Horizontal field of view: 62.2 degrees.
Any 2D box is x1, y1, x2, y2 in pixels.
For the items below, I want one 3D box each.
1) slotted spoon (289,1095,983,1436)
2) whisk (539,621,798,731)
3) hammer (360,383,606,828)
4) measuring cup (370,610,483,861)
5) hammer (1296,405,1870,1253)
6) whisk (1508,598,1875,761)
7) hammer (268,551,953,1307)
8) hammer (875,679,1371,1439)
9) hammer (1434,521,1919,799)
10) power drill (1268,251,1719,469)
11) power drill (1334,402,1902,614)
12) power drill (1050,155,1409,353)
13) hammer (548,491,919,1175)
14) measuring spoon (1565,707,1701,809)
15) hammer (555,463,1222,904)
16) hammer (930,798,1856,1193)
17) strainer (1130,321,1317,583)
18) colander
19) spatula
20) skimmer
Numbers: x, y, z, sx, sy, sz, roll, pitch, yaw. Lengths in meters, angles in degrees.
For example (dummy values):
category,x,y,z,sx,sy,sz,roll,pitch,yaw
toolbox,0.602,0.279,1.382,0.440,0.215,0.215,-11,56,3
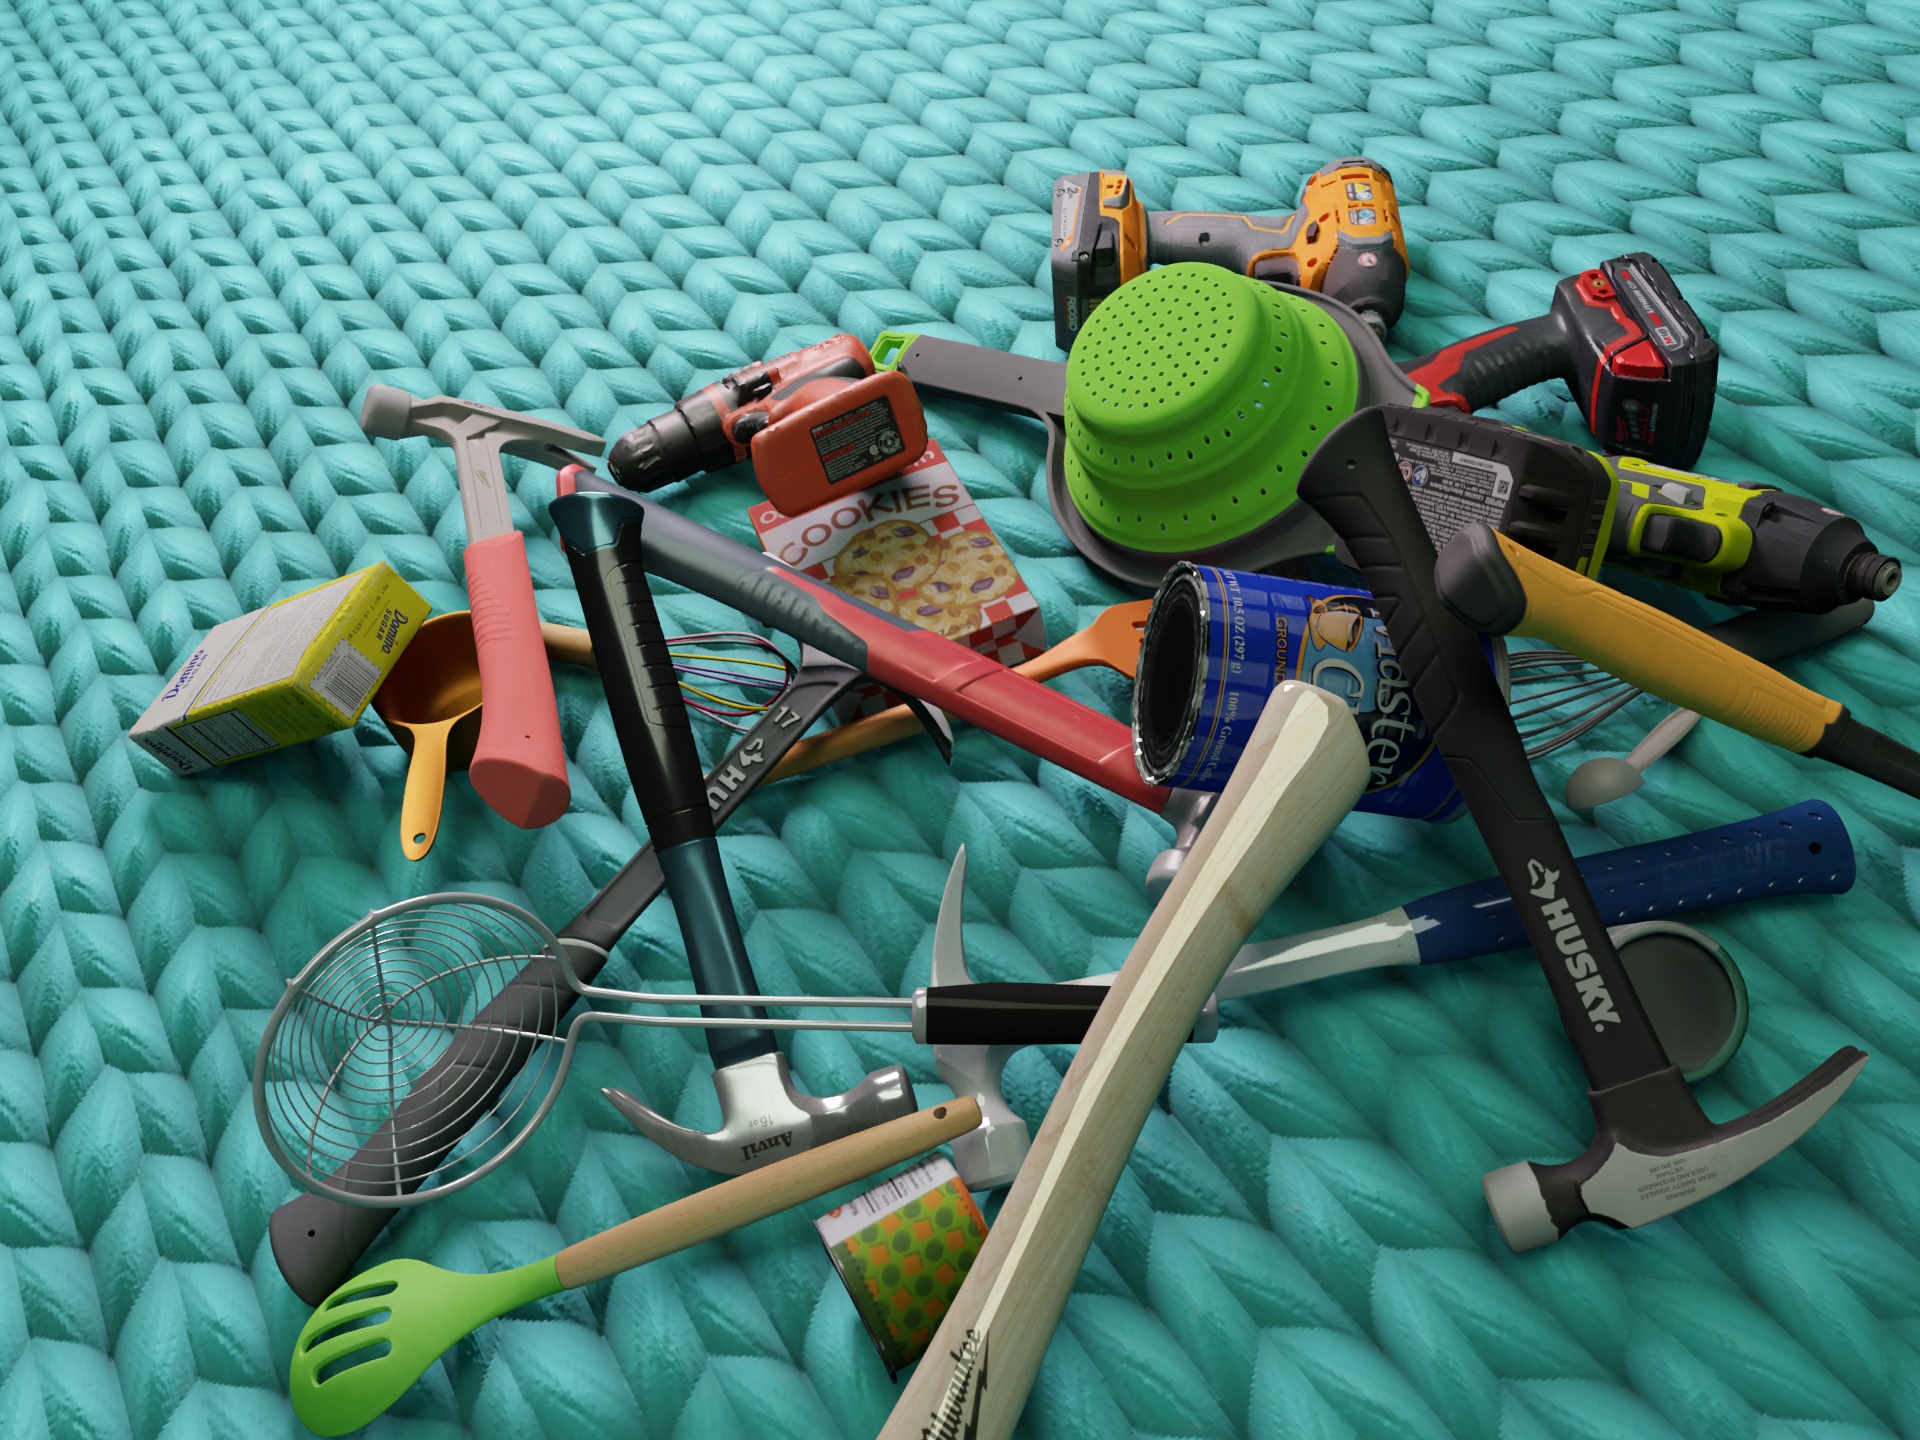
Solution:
category,x,y,z,sx,sy,sz,roll,pitch,yaw
slotted spoon,-0.138,0.212,0.646,0.314,0.031,0.070,-22,42,4
whisk,-0.189,-0.035,0.903,0.245,0.051,0.047,11,58,25
hammer,-0.247,-0.074,0.883,0.149,0.036,0.360,10,35,-31
measuring cup,-0.277,0.018,0.868,0.095,0.052,0.174,-10,50,4
hammer,0.221,0.027,0.632,0.146,0.035,0.335,-24,78,15
whisk,0.340,-0.028,0.779,0.239,0.055,0.055,-16,48,-7
hammer,-0.165,0.098,0.758,0.149,0.036,0.409,34,68,14
hammer,0.037,0.156,0.593,0.146,0.038,0.411,28,73,8
hammer,0.331,-0.010,0.645,0.336,0.034,0.127,20,45,-19
power drill,0.297,-0.167,0.893,0.226,0.080,0.188,-12,48,6
power drill,0.303,-0.090,0.738,0.223,0.080,0.171,1,18,-29
power drill,0.173,-0.292,1.027,0.226,0.084,0.164,-1,49,6
hammer,-0.127,0.044,0.726,0.128,0.033,0.331,-18,76,-1
measuring spoon,0.317,0.009,0.743,0.124,0.018,0.034,-29,5,-39
hammer,-0.024,-0.045,0.793,0.386,0.038,0.143,26,59,7
hammer,0.184,0.090,0.693,0.405,0.035,0.144,-12,72,-3
strainer,0.162,-0.147,0.927,0.087,0.050,0.259,-36,50,24
colander,0.067,-0.206,0.926,0.397,0.094,0.204,23,78,39
spatula,-0.001,-0.003,0.847,0.322,0.041,0.081,-19,50,1
skimmer,-0.076,0.128,0.620,0.363,0.127,0.090,1,15,-1
